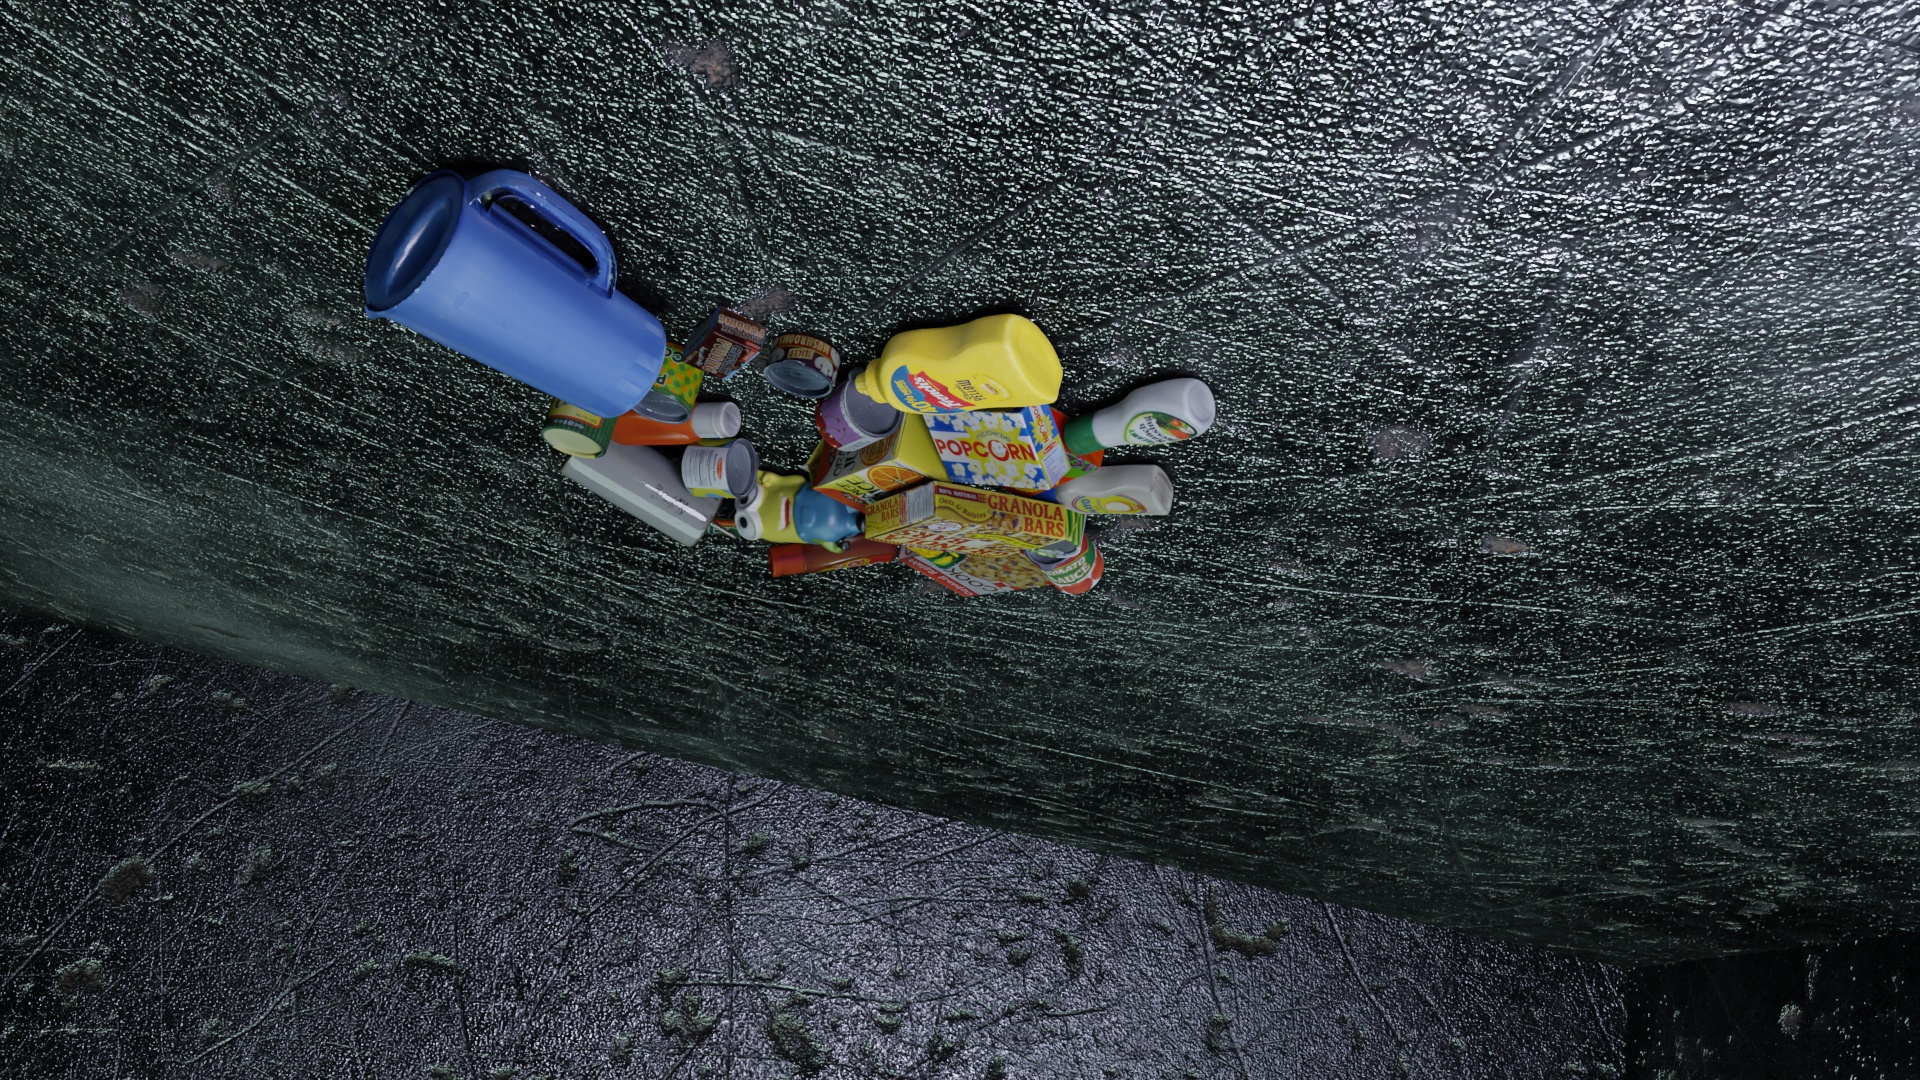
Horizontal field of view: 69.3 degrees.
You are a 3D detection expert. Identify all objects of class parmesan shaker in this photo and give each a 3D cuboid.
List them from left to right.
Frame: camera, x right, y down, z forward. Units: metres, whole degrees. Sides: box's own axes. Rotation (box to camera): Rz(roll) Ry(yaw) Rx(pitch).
[{"bbox_3d":[-0.364,-0.140,1.372,0.071,0.103,0.071,10,158,4],"label":"parmesan shaker"}]

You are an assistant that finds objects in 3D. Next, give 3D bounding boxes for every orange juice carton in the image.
[{"bbox_3d":[-0.086,-0.080,1.412,0.072,0.073,0.192,26,155,-32],"label":"orange juice carton"}]

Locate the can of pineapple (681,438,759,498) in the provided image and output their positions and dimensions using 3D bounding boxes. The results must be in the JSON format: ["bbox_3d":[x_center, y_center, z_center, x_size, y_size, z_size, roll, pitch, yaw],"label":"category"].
[{"bbox_3d":[-0.262,-0.079,1.520,0.058,0.071,0.071,3,157,22],"label":"can of pineapple"}]

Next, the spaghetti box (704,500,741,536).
[{"bbox_3d":[-0.270,-0.026,1.706,0.250,0.029,0.050,4,157,19],"label":"spaghetti box"}]

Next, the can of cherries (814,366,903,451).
[{"bbox_3d":[-0.098,-0.125,1.324,0.071,0.072,0.058,25,156,-29],"label":"can of cherries"}]

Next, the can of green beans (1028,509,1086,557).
[{"bbox_3d":[0.100,-0.020,1.482,0.071,0.058,0.071,11,158,4],"label":"can of green beans"}]

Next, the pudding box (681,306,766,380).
[{"bbox_3d":[-0.220,-0.182,1.291,0.049,0.030,0.083,22,156,-26],"label":"pudding box"}]

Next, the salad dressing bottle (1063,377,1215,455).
[{"bbox_3d":[0.158,-0.108,1.253,0.064,0.044,0.147,30,152,-35],"label":"salad dressing bottle"}]

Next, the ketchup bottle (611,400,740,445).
[{"bbox_3d":[-0.302,-0.125,1.458,0.149,0.044,0.064,1,157,25],"label":"ketchup bottle"}]

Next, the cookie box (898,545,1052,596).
[{"bbox_3d":[0.028,0.019,1.643,0.167,0.040,0.123,-10,149,42],"label":"cookie box"}]

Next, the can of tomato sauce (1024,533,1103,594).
[{"bbox_3d":[0.116,0.017,1.549,0.071,0.071,0.083,0,156,27],"label":"can of tomato sauce"}]

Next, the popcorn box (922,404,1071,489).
[{"bbox_3d":[0.032,-0.095,1.288,0.126,0.038,0.085,7,130,41],"label":"popcorn box"}]

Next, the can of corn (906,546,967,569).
[{"bbox_3d":[-0.024,-0.009,1.564,0.071,0.071,0.058,-8,150,41],"label":"can of corn"}]

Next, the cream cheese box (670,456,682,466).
[{"bbox_3d":[-0.338,-0.066,1.648,0.053,0.024,0.103,24,156,-25],"label":"cream cheese box"}]

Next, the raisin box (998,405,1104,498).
[{"bbox_3d":[0.069,-0.087,1.360,0.086,0.040,0.123,24,154,-28],"label":"raisin box"}]

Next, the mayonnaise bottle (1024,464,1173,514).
[{"bbox_3d":[0.137,-0.050,1.410,0.148,0.041,0.064,0,155,30],"label":"mayonnaise bottle"}]

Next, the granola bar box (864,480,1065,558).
[{"bbox_3d":[0.005,-0.018,1.403,0.166,0.039,0.124,9,165,-36],"label":"granola bar box"}]

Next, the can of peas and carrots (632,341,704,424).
[{"bbox_3d":[-0.289,-0.155,1.355,0.071,0.059,0.070,10,157,4],"label":"can of peas and carrots"}]

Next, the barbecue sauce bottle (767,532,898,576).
[{"bbox_3d":[-0.152,0.014,1.643,0.149,0.043,0.064,-9,174,-17],"label":"barbecue sauce bottle"}]

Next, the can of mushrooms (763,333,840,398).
[{"bbox_3d":[-0.147,-0.163,1.294,0.071,0.033,0.070,11,159,5],"label":"can of mushrooms"}]
